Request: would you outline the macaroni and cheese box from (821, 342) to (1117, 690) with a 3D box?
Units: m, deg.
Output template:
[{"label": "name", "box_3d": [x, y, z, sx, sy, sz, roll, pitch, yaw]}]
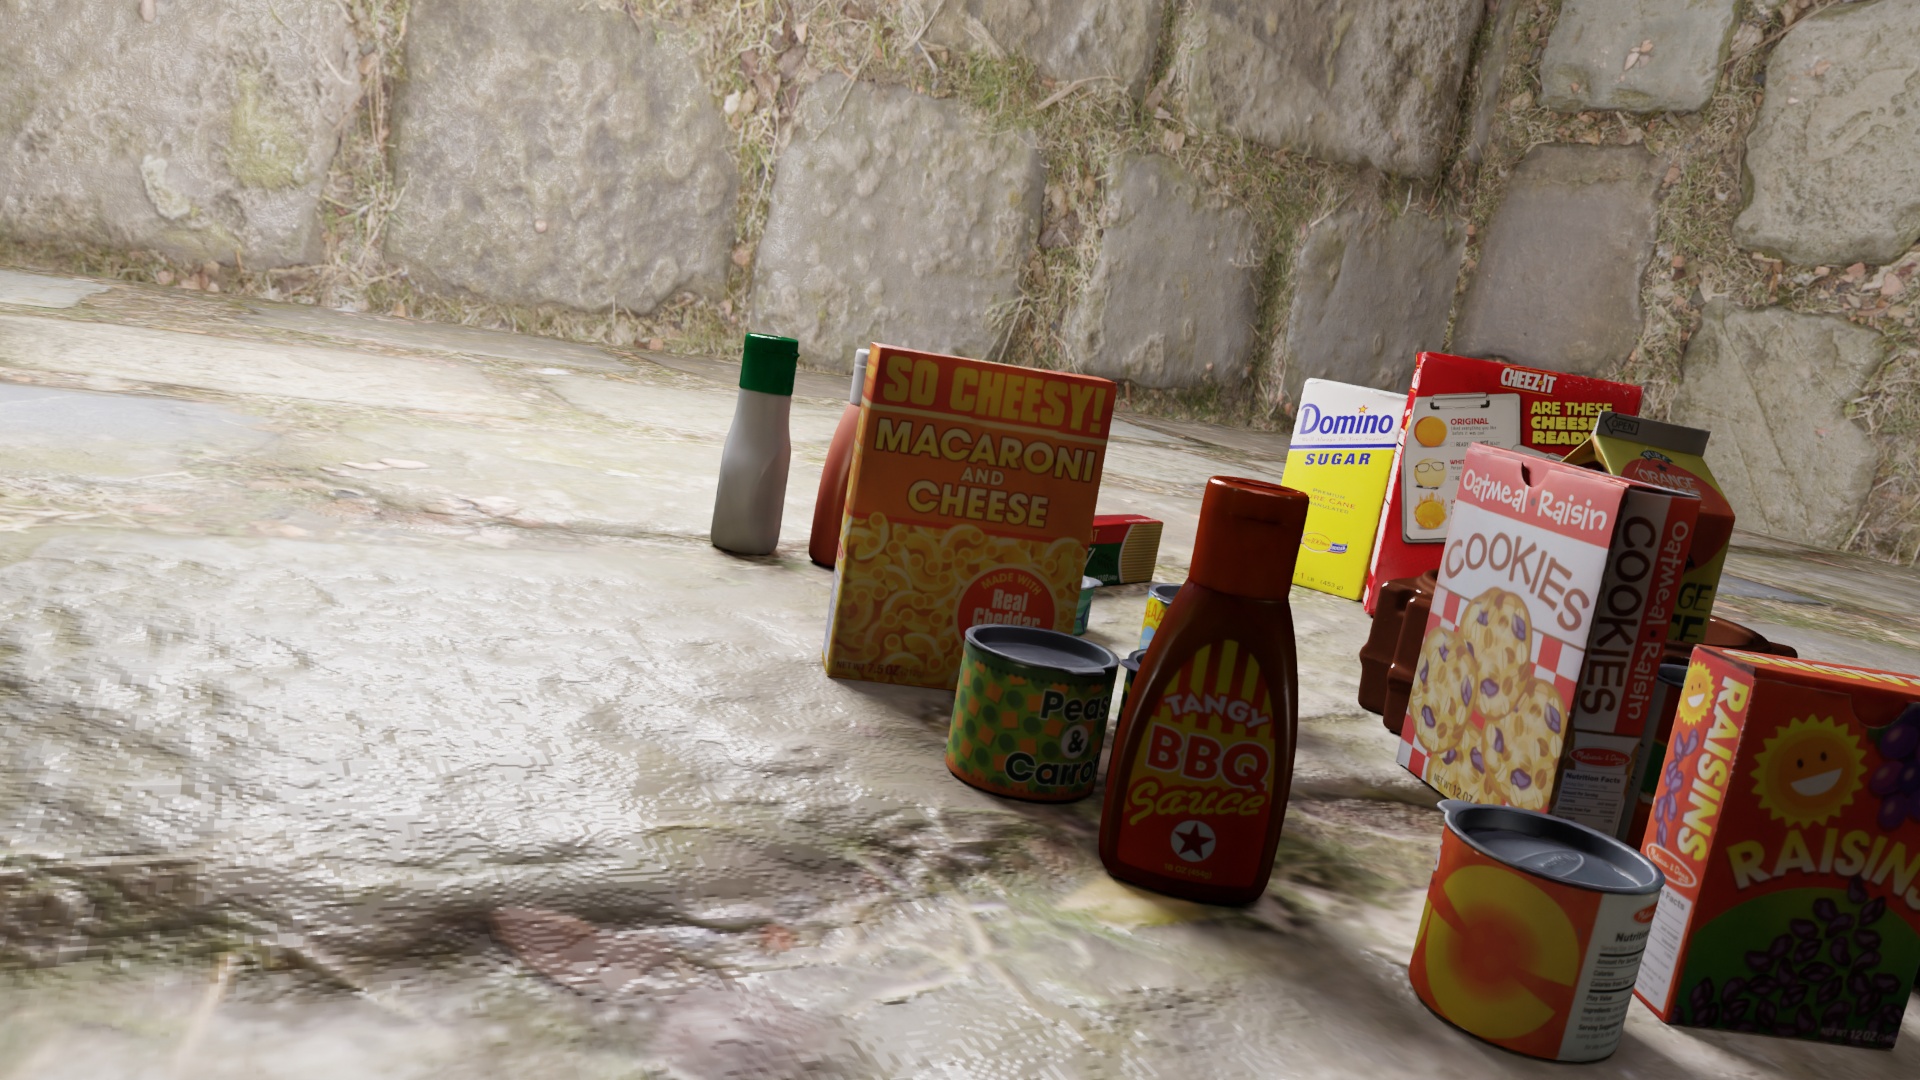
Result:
[{"label": "macaroni and cheese box", "box_3d": [0.003, -0.009, 0.705, 0.124, 0.166, 0.040, 8, 10, -12]}]

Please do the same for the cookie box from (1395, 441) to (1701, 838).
[{"label": "cookie box", "box_3d": [0.263, 0.047, 0.639, 0.040, 0.167, 0.123, 8, 10, -13]}]

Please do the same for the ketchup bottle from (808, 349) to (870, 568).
[{"label": "ketchup bottle", "box_3d": [-0.064, -0.055, 0.954, 0.065, 0.148, 0.043, 1, 13, -44]}]

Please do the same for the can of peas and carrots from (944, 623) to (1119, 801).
[{"label": "can of peas and carrots", "box_3d": [0.031, 0.072, 0.587, 0.071, 0.058, 0.071, 9, 10, -2]}]

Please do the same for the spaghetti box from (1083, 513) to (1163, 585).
[{"label": "spaghetti box", "box_3d": [0.066, 0.009, 1.001, 0.029, 0.050, 0.251, 17, 12, 38]}]

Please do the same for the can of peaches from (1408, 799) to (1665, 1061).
[{"label": "can of peaches", "box_3d": [0.181, 0.123, 0.447, 0.071, 0.058, 0.071, 9, 10, -2]}]

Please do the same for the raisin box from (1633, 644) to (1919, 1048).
[{"label": "raisin box", "box_3d": [0.281, 0.103, 0.469, 0.086, 0.123, 0.040, 9, 9, -5]}]

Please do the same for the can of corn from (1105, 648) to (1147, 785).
[{"label": "can of corn", "box_3d": [0.097, 0.083, 0.593, 0.071, 0.058, 0.071, 9, 10, -2]}]

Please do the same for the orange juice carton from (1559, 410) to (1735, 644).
[{"label": "orange juice carton", "box_3d": [0.357, 0.028, 0.759, 0.072, 0.192, 0.073, 8, 10, -12]}]

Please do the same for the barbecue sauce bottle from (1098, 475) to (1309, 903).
[{"label": "barbecue sauce bottle", "box_3d": [0.093, 0.052, 0.501, 0.065, 0.148, 0.044, 11, 9, 7]}]

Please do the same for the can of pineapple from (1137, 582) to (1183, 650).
[{"label": "can of pineapple", "box_3d": [0.129, 0.059, 0.759, 0.071, 0.057, 0.071, 9, 10, -2]}]

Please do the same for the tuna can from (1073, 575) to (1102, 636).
[{"label": "tuna can", "box_3d": [0.053, 0.037, 0.881, 0.071, 0.032, 0.071, 9, 10, -2]}]

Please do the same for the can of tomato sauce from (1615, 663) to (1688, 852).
[{"label": "can of tomato sauce", "box_3d": [0.336, 0.105, 0.624, 0.071, 0.083, 0.071, 9, 10, -2]}]

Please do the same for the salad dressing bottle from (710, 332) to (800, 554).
[{"label": "salad dressing bottle", "box_3d": [-0.138, -0.066, 0.949, 0.044, 0.147, 0.064, 12, 10, 12]}]
